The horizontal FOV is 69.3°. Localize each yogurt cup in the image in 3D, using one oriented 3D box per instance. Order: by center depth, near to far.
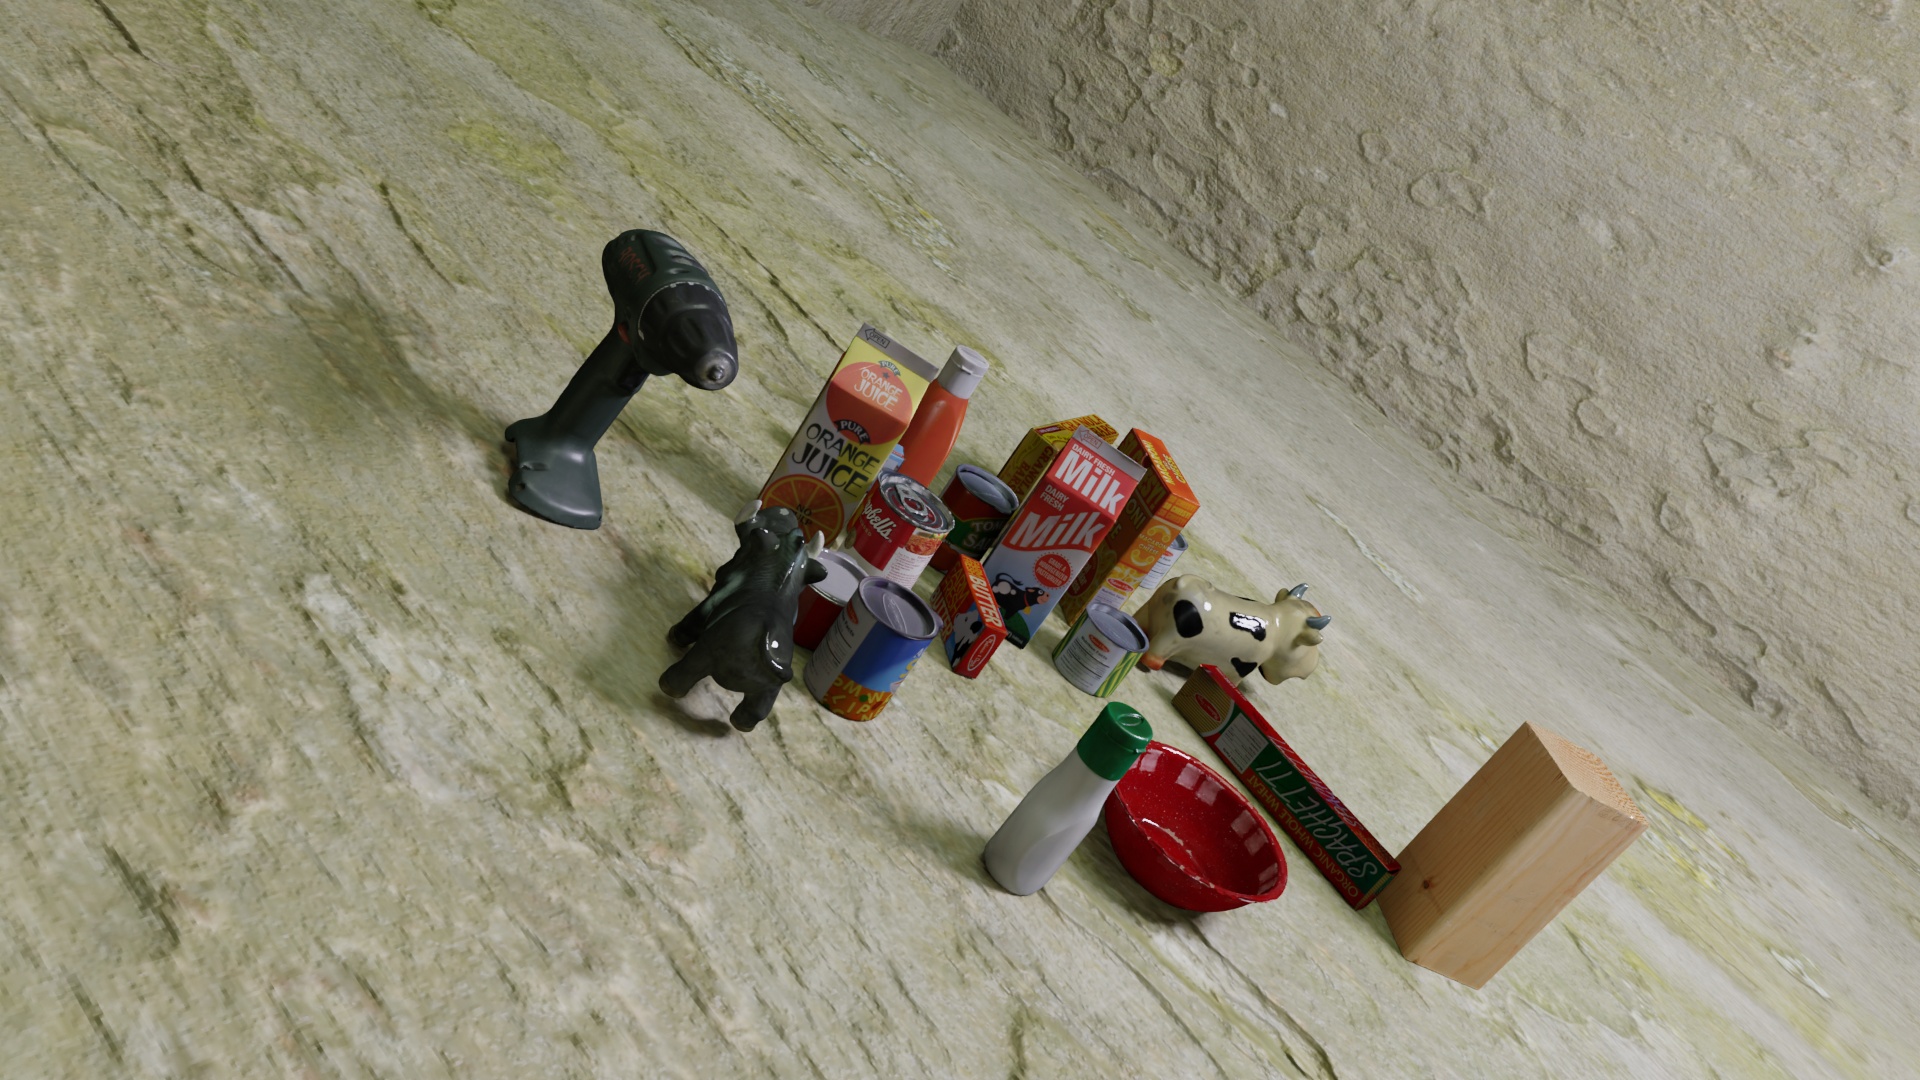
[{"bbox_3d":[-0.105,0.046,1.042,0.072,0.053,0.073,28,24,-14],"label":"yogurt cup"}]

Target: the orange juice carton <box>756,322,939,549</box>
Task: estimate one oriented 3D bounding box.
[{"bbox_3d":[-0.095,-0.080,1.121,0.072,0.192,0.073,30,24,-10],"label":"orange juice carton"}]

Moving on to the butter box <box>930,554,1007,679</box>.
[{"bbox_3d":[0.006,0.062,1.155,0.024,0.053,0.104,22,26,-26],"label":"butter box"}]

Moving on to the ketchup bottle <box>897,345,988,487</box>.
[{"bbox_3d":[-0.026,-0.117,1.332,0.065,0.148,0.044,30,24,-10],"label":"ketchup bottle"}]

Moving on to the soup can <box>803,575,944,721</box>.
[{"bbox_3d":[-0.062,0.079,0.997,0.071,0.083,0.072,28,24,-14],"label":"soup can"}]

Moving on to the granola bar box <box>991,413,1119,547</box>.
[{"bbox_3d":[0.085,-0.064,1.406,0.039,0.123,0.166,41,24,15],"label":"granola bar box"}]

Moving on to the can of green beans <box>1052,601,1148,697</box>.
[{"bbox_3d":[0.124,0.097,1.235,0.071,0.057,0.071,28,24,-14],"label":"can of green beans"}]

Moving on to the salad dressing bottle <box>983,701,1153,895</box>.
[{"bbox_3d":[0.072,0.170,0.918,0.064,0.147,0.044,5,37,-49],"label":"salad dressing bottle"}]

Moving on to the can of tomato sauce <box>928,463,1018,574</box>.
[{"bbox_3d":[0.005,-0.016,1.263,0.071,0.082,0.071,28,24,-14],"label":"can of tomato sauce"}]

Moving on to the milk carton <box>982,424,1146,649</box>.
[{"bbox_3d":[0.081,-0.007,1.211,0.072,0.189,0.074,34,23,-1],"label":"milk carton"}]

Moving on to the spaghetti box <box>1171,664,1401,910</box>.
[{"bbox_3d":[0.285,0.214,1.231,0.029,0.050,0.251,5,37,-49],"label":"spaghetti box"}]

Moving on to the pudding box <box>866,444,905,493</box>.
[{"bbox_3d":[-0.099,-0.080,1.293,0.083,0.049,0.030,25,25,-20],"label":"pudding box"}]

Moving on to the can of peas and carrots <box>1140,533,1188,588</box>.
[{"bbox_3d":[0.202,0.009,1.501,0.071,0.058,0.071,28,24,-14],"label":"can of peas and carrots"}]

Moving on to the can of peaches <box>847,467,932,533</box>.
[{"bbox_3d":[-0.059,-0.020,1.220,0.071,0.058,0.071,28,24,-14],"label":"can of peaches"}]

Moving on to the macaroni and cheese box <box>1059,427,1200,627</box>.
[{"bbox_3d":[0.149,-0.009,1.332,0.040,0.165,0.124,23,26,-26],"label":"macaroni and cheese box"}]
